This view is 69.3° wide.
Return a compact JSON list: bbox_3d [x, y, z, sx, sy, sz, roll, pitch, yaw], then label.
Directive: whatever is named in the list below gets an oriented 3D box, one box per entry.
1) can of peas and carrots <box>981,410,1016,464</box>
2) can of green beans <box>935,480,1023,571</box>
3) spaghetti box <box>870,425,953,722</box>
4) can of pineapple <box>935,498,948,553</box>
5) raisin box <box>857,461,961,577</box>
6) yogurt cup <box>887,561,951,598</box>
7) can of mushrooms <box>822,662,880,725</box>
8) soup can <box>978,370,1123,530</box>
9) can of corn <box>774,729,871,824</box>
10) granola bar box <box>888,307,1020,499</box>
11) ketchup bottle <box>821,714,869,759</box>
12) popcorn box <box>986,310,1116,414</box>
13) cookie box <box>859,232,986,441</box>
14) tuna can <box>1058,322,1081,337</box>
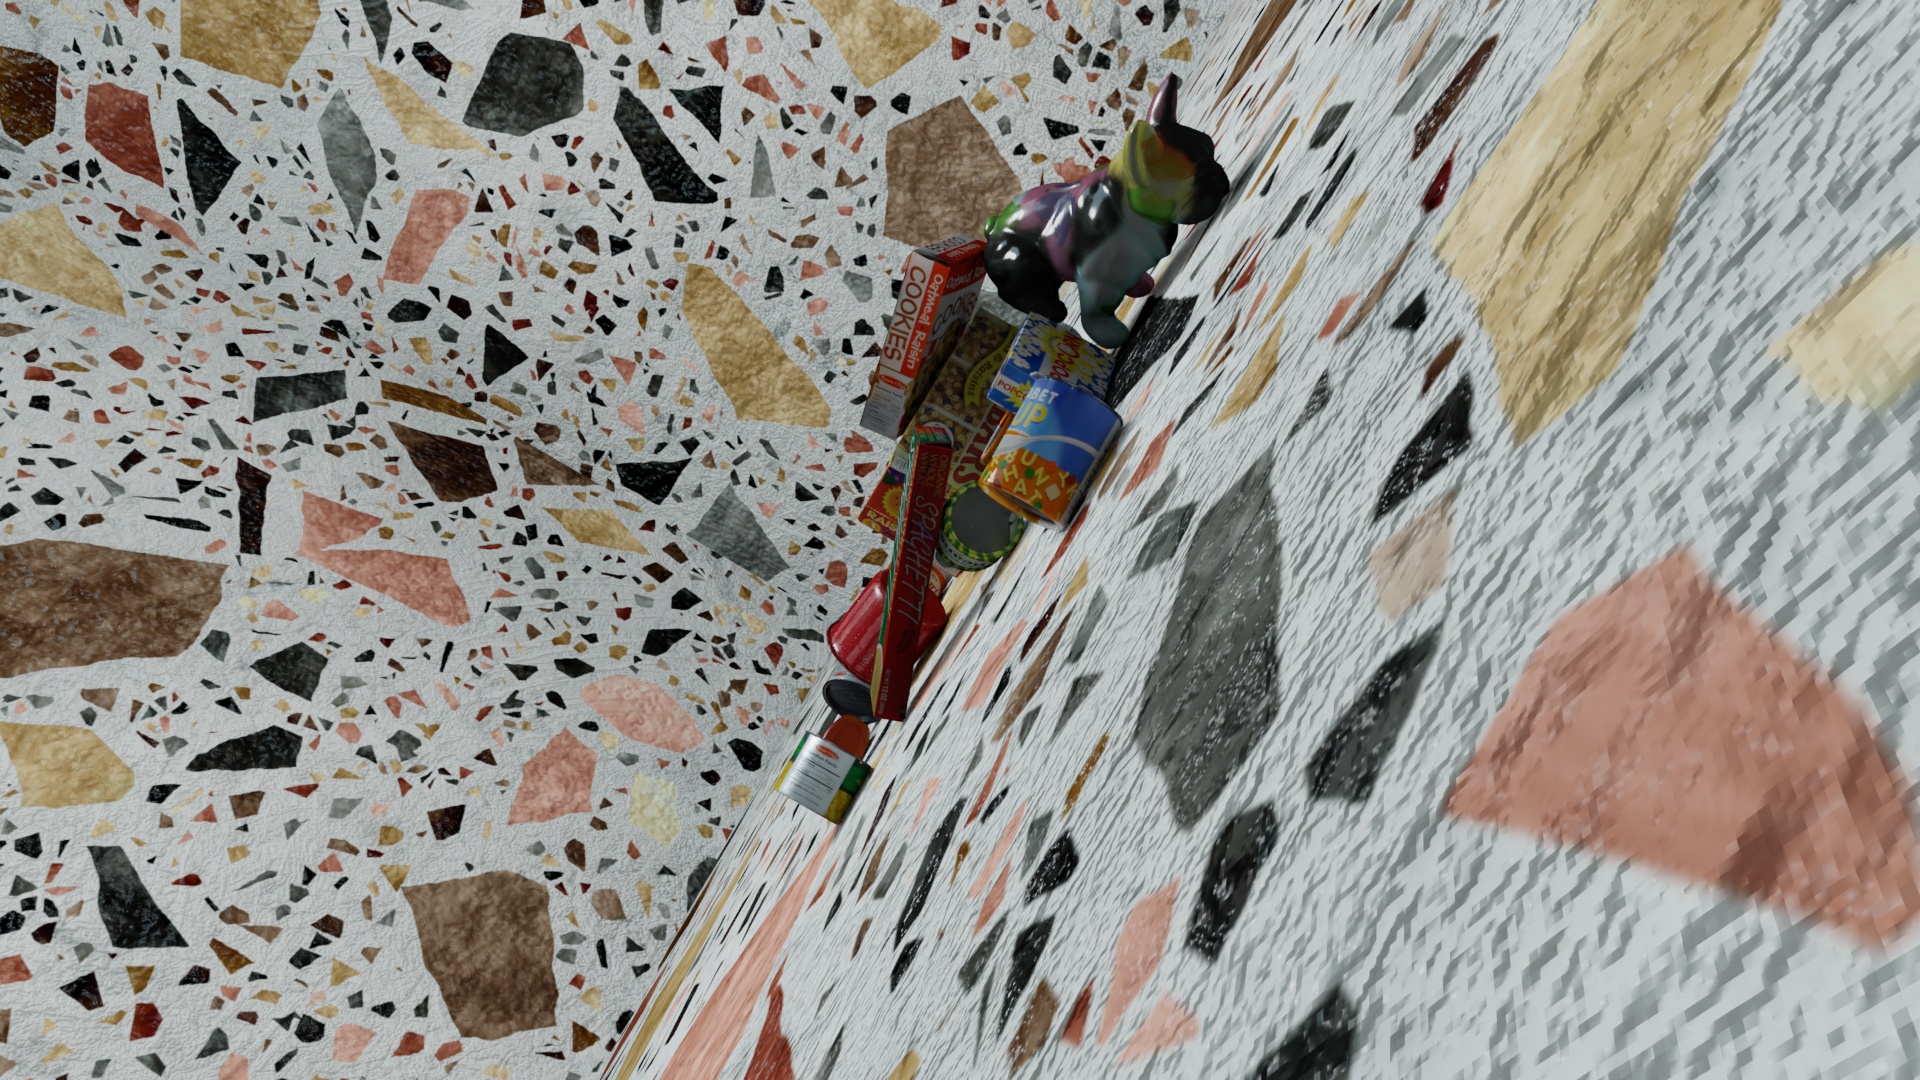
[{"bbox_3d":[0.059,-0.082,1.164,0.071,0.059,0.071,-59,4,7],"label":"can of peas and carrots"},{"bbox_3d":[0.014,-0.012,1.146,0.071,0.071,0.057,-61,4,-16],"label":"can of green beans"},{"bbox_3d":[-0.042,0.028,1.155,0.050,0.029,0.249,-112,30,-68],"label":"spaghetti box"},{"bbox_3d":[0.005,-0.016,1.304,0.071,0.071,0.057,-61,4,-18],"label":"can of pineapple"},{"bbox_3d":[-0.034,-0.030,1.465,0.086,0.123,0.040,-62,5,-30],"label":"raisin box"},{"bbox_3d":[-0.053,0.057,1.506,0.072,0.072,0.054,-55,14,50],"label":"yogurt cup"},{"bbox_3d":[-0.102,0.152,1.396,0.070,0.071,0.034,-55,6,48],"label":"can of mushrooms"},{"bbox_3d":[0.057,-0.059,0.923,0.084,0.071,0.071,-60,4,-8],"label":"soup can"},{"bbox_3d":[-0.119,0.207,1.209,0.058,0.071,0.071,-60,4,-12],"label":"can of corn"},{"bbox_3d":[0.029,-0.108,1.239,0.166,0.124,0.039,-61,1,-21],"label":"granola bar box"},{"bbox_3d":[-0.130,0.219,1.398,0.065,0.043,0.148,-60,4,-23],"label":"ketchup bottle"},{"bbox_3d":[0.076,-0.134,1.133,0.038,0.085,0.127,-59,4,30],"label":"popcorn box"},{"bbox_3d":[-0.028,-0.184,1.242,0.123,0.040,0.166,-45,-23,-63],"label":"cookie box"},{"bbox_3d":[0.099,-0.197,1.479,0.070,0.071,0.033,-56,4,44],"label":"tuna can"}]
